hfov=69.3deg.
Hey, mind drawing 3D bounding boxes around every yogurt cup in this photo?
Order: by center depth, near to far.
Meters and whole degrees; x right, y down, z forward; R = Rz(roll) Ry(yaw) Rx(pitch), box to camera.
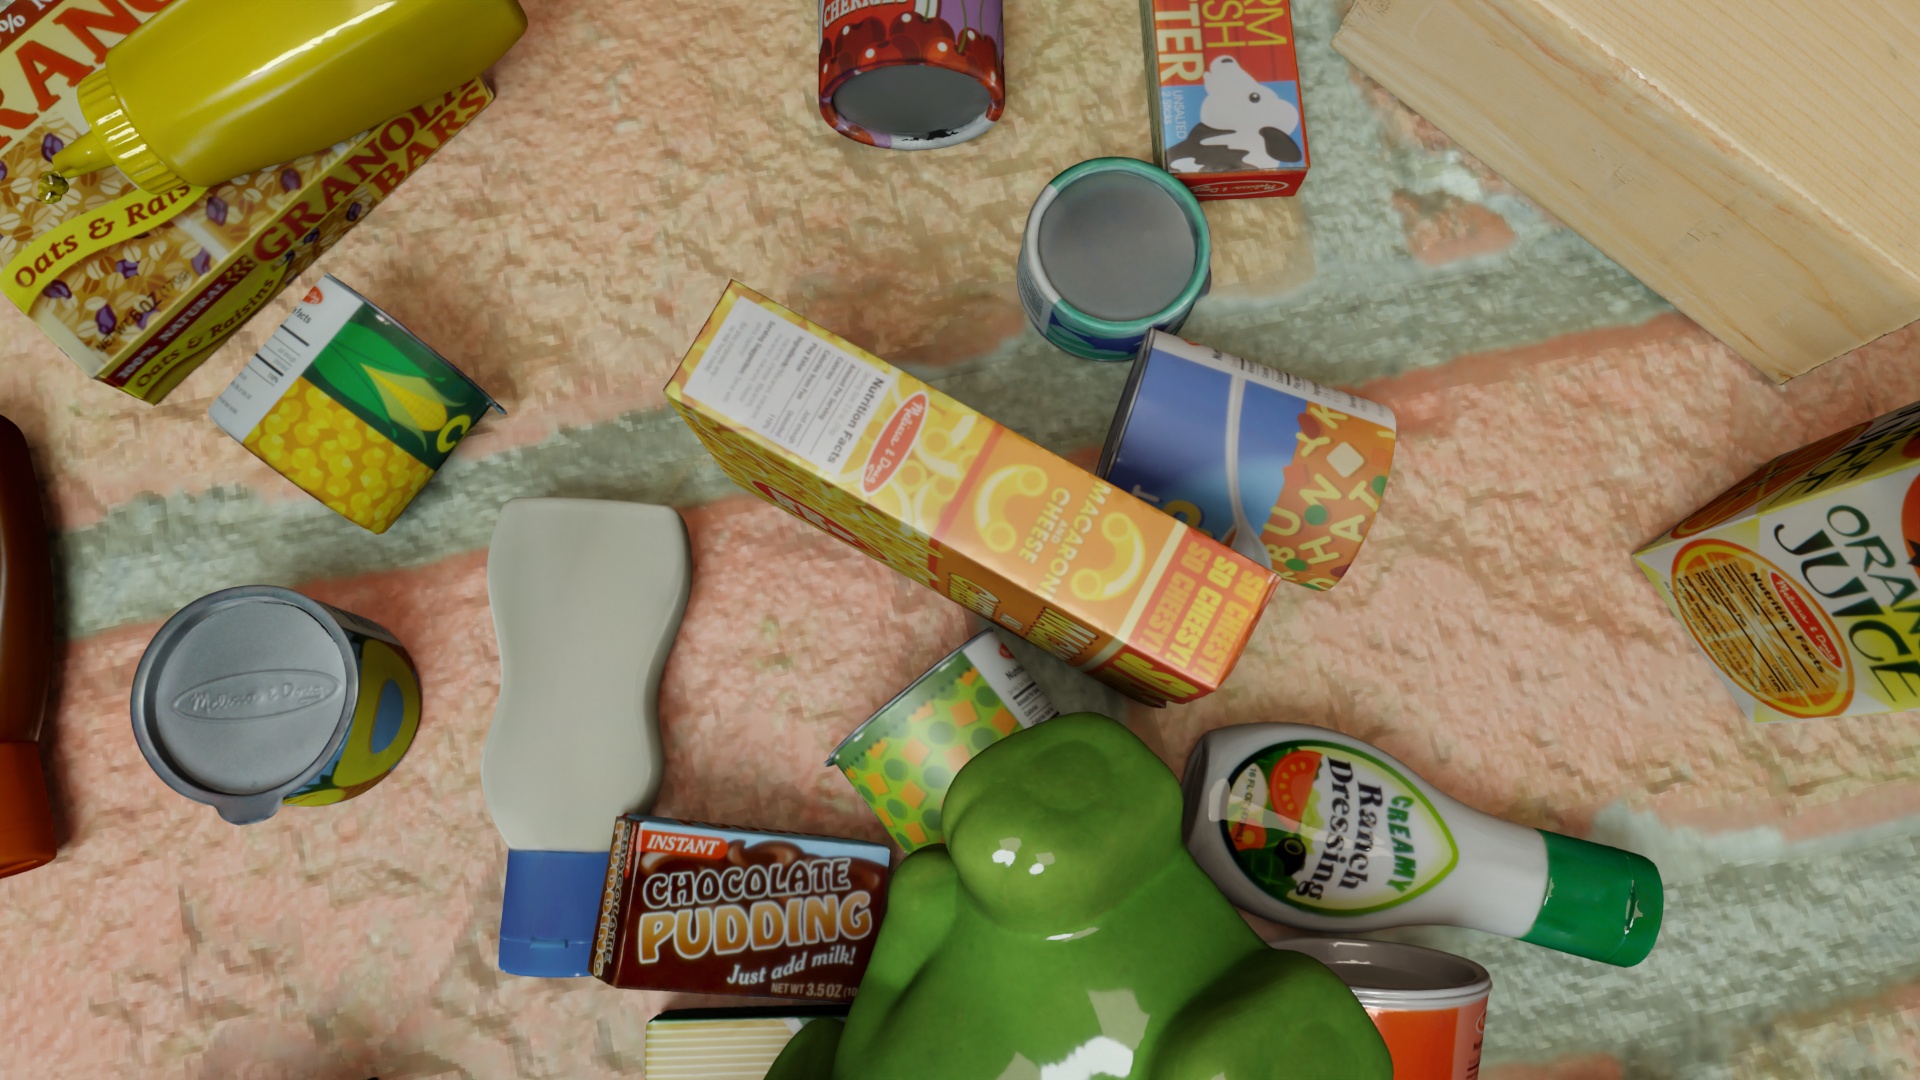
[{"bbox_3d":[0.115,0.146,0.395,0.072,0.072,0.054,2,86,-1],"label":"yogurt cup"}]

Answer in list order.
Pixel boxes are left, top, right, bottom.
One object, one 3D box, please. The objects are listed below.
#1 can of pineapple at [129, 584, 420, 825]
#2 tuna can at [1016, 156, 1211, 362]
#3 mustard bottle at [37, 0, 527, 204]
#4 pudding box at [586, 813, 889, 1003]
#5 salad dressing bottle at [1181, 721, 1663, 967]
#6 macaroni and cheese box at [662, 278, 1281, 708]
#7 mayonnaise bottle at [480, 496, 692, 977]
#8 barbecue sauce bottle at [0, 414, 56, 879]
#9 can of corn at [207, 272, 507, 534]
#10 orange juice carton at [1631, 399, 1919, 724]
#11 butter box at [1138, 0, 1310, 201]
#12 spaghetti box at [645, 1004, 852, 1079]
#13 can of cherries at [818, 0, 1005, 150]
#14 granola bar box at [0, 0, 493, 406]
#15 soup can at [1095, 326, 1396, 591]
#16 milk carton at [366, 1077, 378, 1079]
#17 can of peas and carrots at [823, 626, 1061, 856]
[{"bbox_3d":[-0.212,0.052,0.436,0.071,0.057,0.071,0,78,-1],"label":"can of pineapple"},{"bbox_3d":[0.056,-0.099,0.490,0.071,0.032,0.071,0,78,-1],"label":"tuna can"},{"bbox_3d":[-0.220,-0.149,0.436,0.160,0.065,0.049,-28,87,-4],"label":"mustard bottle"},{"bbox_3d":[-0.066,0.113,0.427,0.084,0.030,0.050,14,77,-27],"label":"pudding box"},{"bbox_3d":[0.145,0.100,0.446,0.148,0.044,0.064,14,77,1],"label":"salad dressing bottle"},{"bbox_3d":[0.002,-0.005,0.422,0.166,0.123,0.040,29,82,4],"label":"macaroni and cheese box"},{"bbox_3d":[-0.123,0.061,0.447,0.065,0.041,0.148,3,80,-5],"label":"mayonnaise bottle"},{"bbox_3d":[-0.323,0.035,0.444,0.065,0.043,0.148,-17,80,-6],"label":"barbecue sauce bottle"},{"bbox_3d":[-0.196,-0.042,0.454,0.071,0.071,0.058,36,80,5],"label":"can of corn"},{"bbox_3d":[0.288,-0.001,0.396,0.072,0.192,0.073,-32,82,-8],"label":"orange juice carton"},{"bbox_3d":[0.095,-0.177,0.512,0.053,0.024,0.103,-3,78,-2],"label":"butter box"},{"bbox_3d":[0.027,0.170,0.435,0.250,0.028,0.050,-1,78,-2],"label":"spaghetti box"},{"bbox_3d":[-0.019,-0.178,0.485,0.071,0.071,0.058,0,80,-2],"label":"can of cherries"},{"bbox_3d":[-0.270,-0.148,0.486,0.124,0.039,0.166,43,80,5],"label":"granola bar box"},{"bbox_3d":[0.090,-0.024,0.459,0.084,0.071,0.071,19,79,2],"label":"soup can"},{"bbox_3d":[-0.171,0.261,0.387,0.073,0.072,0.191,-28,79,-7],"label":"milk carton"},{"bbox_3d":[0.000,0.071,0.436,0.071,0.071,0.059,-38,83,-9],"label":"can of peas and carrots"}]
